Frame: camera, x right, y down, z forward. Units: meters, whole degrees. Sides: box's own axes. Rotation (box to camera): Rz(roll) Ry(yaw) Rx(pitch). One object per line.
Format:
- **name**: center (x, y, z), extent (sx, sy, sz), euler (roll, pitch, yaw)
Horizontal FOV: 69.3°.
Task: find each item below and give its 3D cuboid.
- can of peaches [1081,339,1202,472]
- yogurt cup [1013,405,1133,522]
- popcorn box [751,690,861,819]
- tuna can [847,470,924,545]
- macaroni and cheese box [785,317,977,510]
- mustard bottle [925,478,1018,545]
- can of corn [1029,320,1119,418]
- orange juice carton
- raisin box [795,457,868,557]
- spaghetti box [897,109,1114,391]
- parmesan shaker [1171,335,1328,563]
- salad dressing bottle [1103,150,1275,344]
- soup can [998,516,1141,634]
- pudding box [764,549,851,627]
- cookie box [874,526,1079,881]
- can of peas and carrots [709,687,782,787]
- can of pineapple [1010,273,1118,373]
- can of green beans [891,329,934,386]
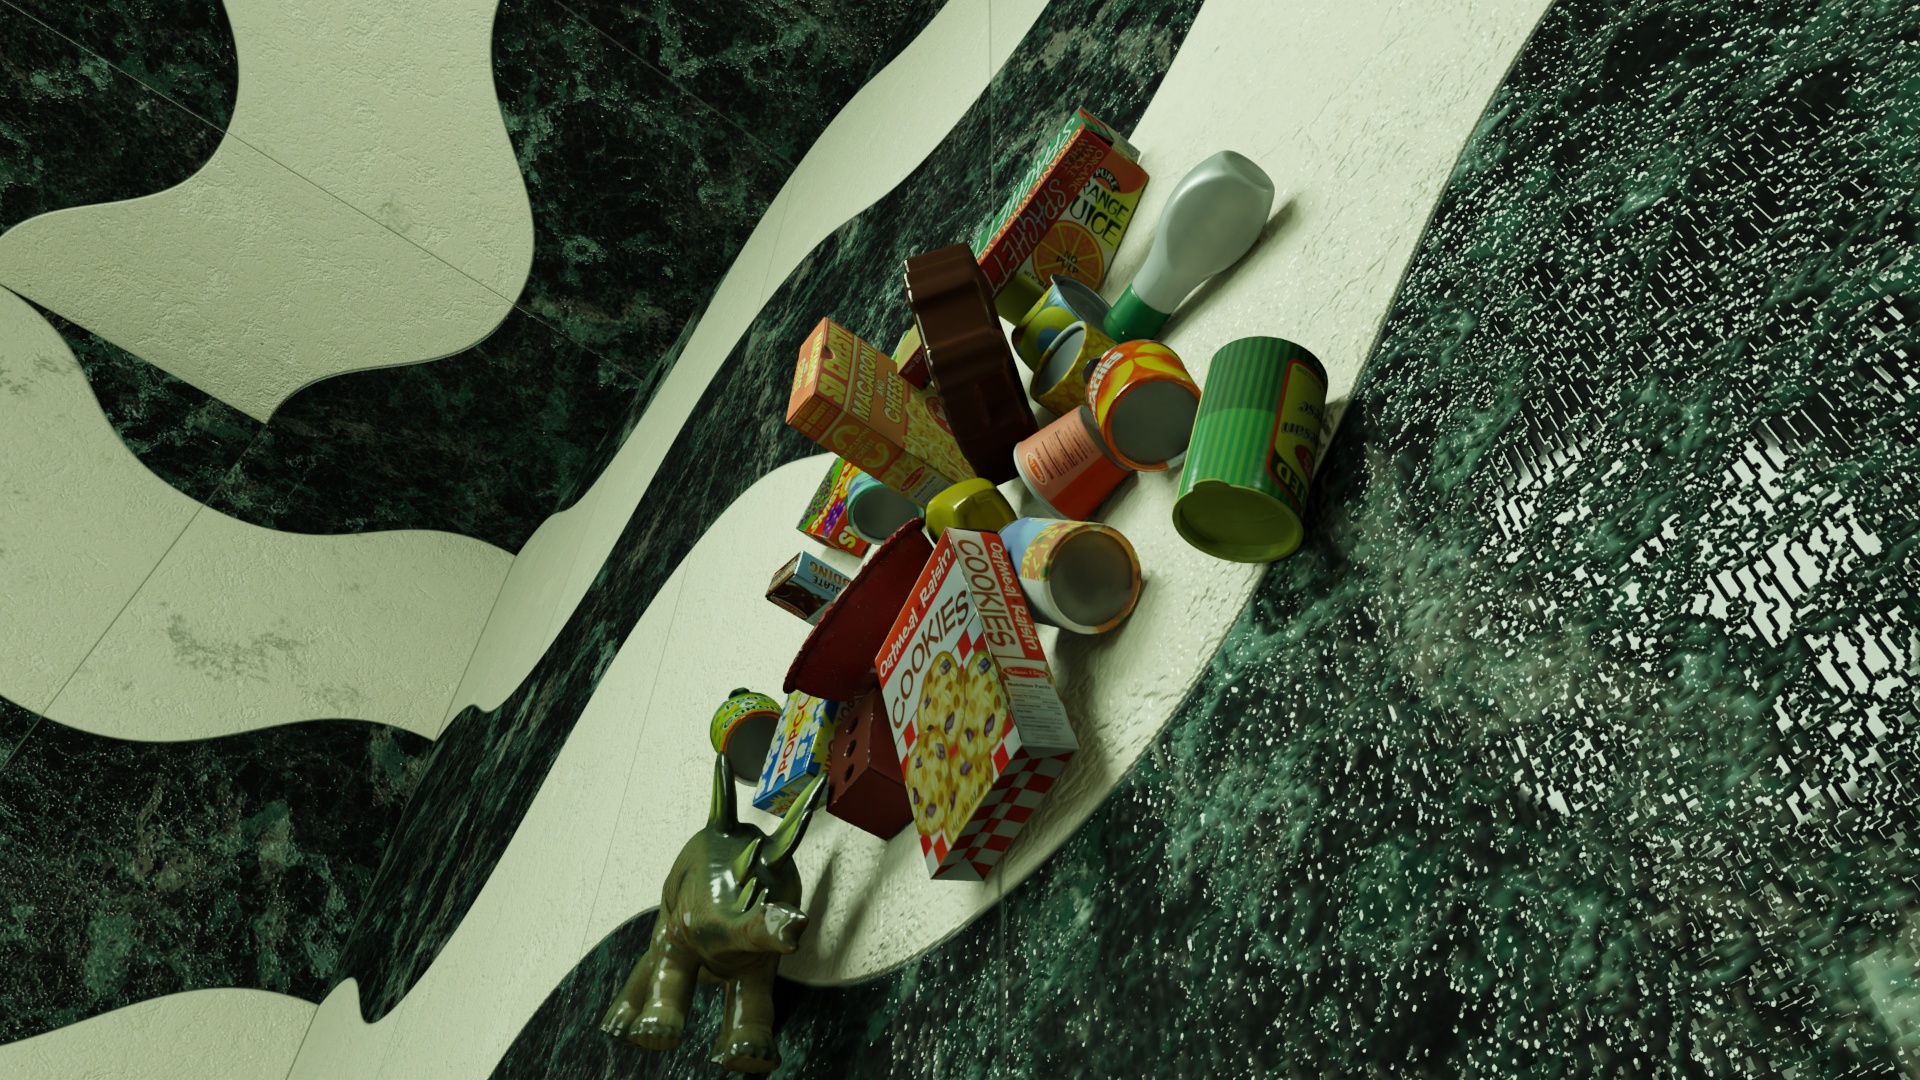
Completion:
- **can of peaches**: center (0.113, -0.084, 0.859), extent (0.071, 0.071, 0.058), euler (-51, 23, 19)
- **yogurt cup**: center (0.076, -0.051, 0.909), extent (0.053, 0.072, 0.073), euler (-39, 27, 24)
- **popcorn box**: center (-0.111, 0.147, 1.086), extent (0.085, 0.038, 0.127), euler (-35, 31, 44)
- **tuna can**: center (-0.062, -0.032, 1.183), extent (0.070, 0.071, 0.033), euler (-48, 25, 26)
- **macaroni and cheese box**: center (-0.054, -0.095, 1.112), extent (0.040, 0.166, 0.124), euler (-46, 24, 28)
- **mustard bottle**: center (0.004, -0.013, 1.016), extent (0.049, 0.065, 0.160), euler (-28, 8, -9)
- **can of corn**: center (0.089, -0.108, 0.962), extent (0.071, 0.058, 0.071), euler (-47, 23, 28)
- **orange juice carton**: center (0.092, -0.269, 1.159), extent (0.073, 0.072, 0.193), euler (-13, 49, 62)
- **raisin box**: center (-0.107, -0.033, 1.324), extent (0.086, 0.040, 0.123), euler (-60, 20, -7)
- **spaghetti box**: center (0.031, -0.226, 1.094), extent (0.249, 0.028, 0.050), euler (-50, 23, 24)
- **parmesan shaker**: center (0.152, -0.050, 0.725), extent (0.071, 0.071, 0.103), euler (-30, 34, 51)
- **salad dressing bottle**: center (0.151, -0.193, 0.943), extent (0.147, 0.064, 0.044), euler (-53, 12, 36)
- **soup can**: center (0.063, 0.018, 0.839), extent (0.071, 0.071, 0.084), euler (-62, 22, -9)
- **pudding box**: center (-0.115, 0.048, 1.166), extent (0.049, 0.083, 0.030), euler (-38, 29, 44)
- **cookie box**: center (0.004, 0.093, 0.811), extent (0.122, 0.040, 0.168), euler (-61, 33, 35)
- **can of peas and carrots**: center (-0.172, 0.163, 1.155), extent (0.071, 0.071, 0.059), euler (-59, 22, -2)
- **can of pineapple**: center (0.078, -0.155, 1.036), extent (0.057, 0.071, 0.071), euler (-46, 24, 29)
- **can of green beans**: center (-0.036, -0.154, 1.292), extent (0.071, 0.071, 0.058), euler (-10, 53, 63)
